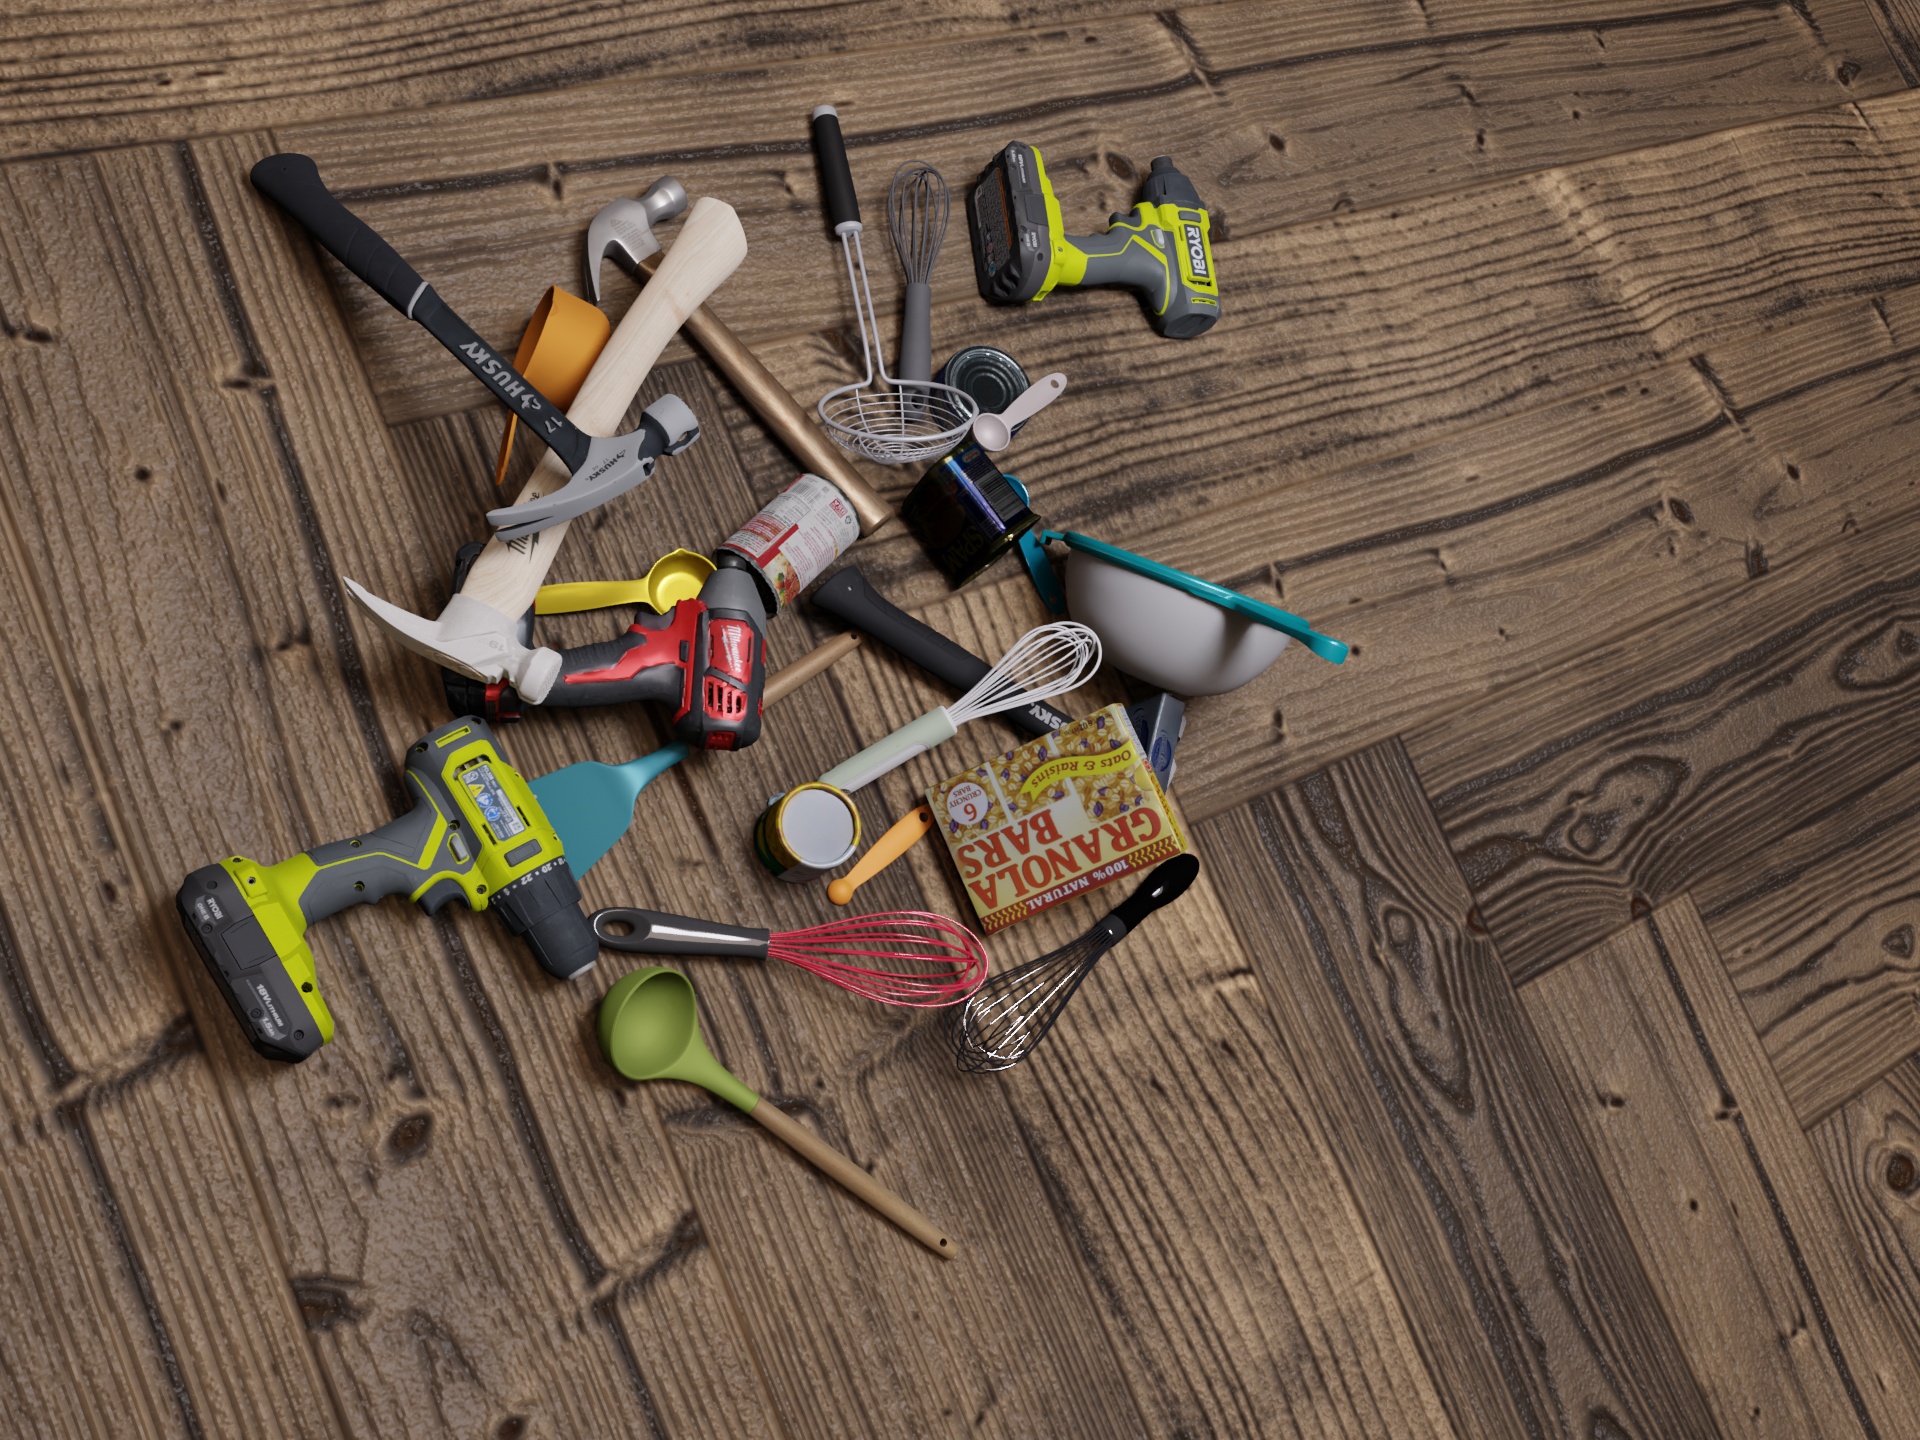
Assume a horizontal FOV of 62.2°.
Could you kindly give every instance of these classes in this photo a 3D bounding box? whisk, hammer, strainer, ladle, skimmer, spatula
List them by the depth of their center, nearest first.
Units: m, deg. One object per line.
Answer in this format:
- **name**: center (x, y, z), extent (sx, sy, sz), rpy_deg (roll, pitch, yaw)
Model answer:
- **hammer**: center (-0.367, -0.275, 1.100), extent (0.149, 0.036, 0.409), rpy_deg (-41, 69, -19)
- **ladle**: center (-0.121, 0.284, 1.114), extent (0.320, 0.062, 0.078), rpy_deg (40, 63, -11)
- **hammer**: center (-0.267, -0.214, 1.116), extent (0.146, 0.038, 0.411), rpy_deg (26, 67, -6)
- **whisk**: center (-0.121, 0.164, 1.152), extent (0.295, 0.073, 0.073), rpy_deg (8, 71, -14)
- **spatula**: center (-0.191, 0.009, 1.186), extent (0.317, 0.044, 0.082), rpy_deg (-35, 89, -33)
- **whisk**: center (-0.002, -0.004, 1.215), extent (0.246, 0.057, 0.059), rpy_deg (-30, 63, -2)
- **strainer**: center (0.188, -0.058, 1.234), extent (0.210, 0.341, 0.095), rpy_deg (18, 99, -23)
- **whisk**: center (0.096, 0.181, 1.242), extent (0.284, 0.070, 0.070), rpy_deg (-35, 90, -33)
- **hammer**: center (0.026, -0.019, 1.273), extent (0.334, 0.035, 0.146), rpy_deg (31, 64, -16)
- **hammer**: center (-0.175, -0.279, 1.274), extent (0.331, 0.031, 0.130), rpy_deg (49, 62, -4)
- **skimmer**: center (-0.076, -0.367, 1.300), extent (0.127, 0.090, 0.363), rpy_deg (-8, 73, -14)
- **whisk**: center (-0.038, -0.367, 1.354), extent (0.055, 0.055, 0.239), rpy_deg (7, 76, -22)

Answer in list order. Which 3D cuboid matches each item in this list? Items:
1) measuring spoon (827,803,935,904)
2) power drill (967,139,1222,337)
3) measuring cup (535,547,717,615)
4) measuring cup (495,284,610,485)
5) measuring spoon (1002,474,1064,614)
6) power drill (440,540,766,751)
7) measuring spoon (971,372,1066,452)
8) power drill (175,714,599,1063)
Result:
- **measuring spoon**: center (-0.057, 0.100, 1.221), extent (0.117, 0.011, 0.021), rpy_deg (-41, 93, -28)
- **power drill**: center (0.125, -0.442, 1.434), extent (0.223, 0.080, 0.171), rpy_deg (-1, 76, -28)
- **measuring cup**: center (-0.257, -0.092, 1.191), extent (0.156, 0.029, 0.062), rpy_deg (-6, 79, -13)
- **measuring cup**: center (-0.300, -0.236, 1.167), extent (0.052, 0.095, 0.174), rpy_deg (20, 59, -27)
- **measuring spoon**: center (0.054, -0.146, 1.347), extent (0.042, 0.021, 0.128), rpy_deg (-28, 96, -28)
- **power drill**: center (-0.247, -0.059, 1.129), extent (0.219, 0.078, 0.143), rpy_deg (6, 72, -12)
- **measuring spoon**: center (0.050, -0.260, 1.340), extent (0.034, 0.018, 0.124), rpy_deg (50, 55, -3)
- **power drill**: center (-0.366, 0.125, 1.043), extent (0.228, 0.080, 0.190), rpy_deg (-30, 88, -31)
